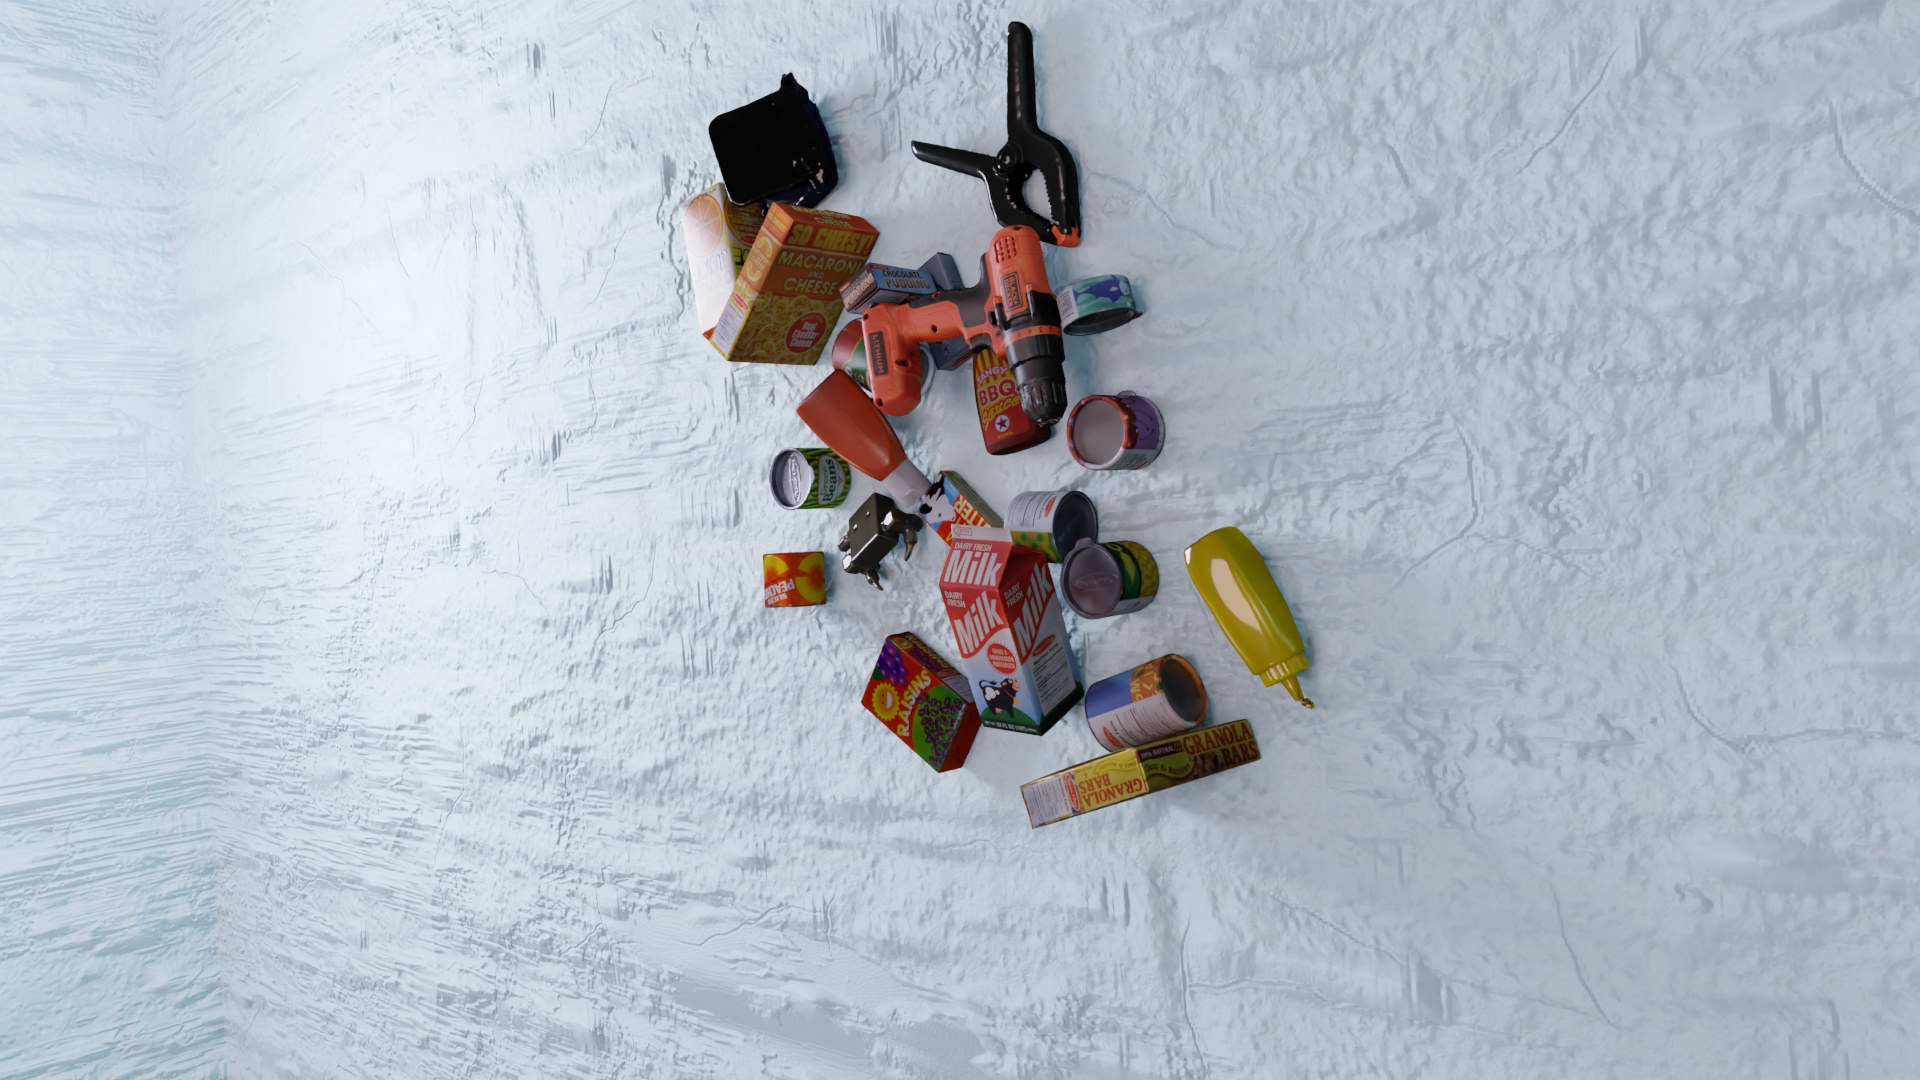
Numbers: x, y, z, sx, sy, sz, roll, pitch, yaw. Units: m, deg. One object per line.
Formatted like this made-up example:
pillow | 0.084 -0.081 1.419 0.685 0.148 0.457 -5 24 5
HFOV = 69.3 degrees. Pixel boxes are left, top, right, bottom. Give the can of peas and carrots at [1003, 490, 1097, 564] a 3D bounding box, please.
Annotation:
can of peas and carrots | 0.083 -0.010 1.252 0.058 0.071 0.071 2 94 42

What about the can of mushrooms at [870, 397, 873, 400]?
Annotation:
can of mushrooms | -0.123 -0.132 1.426 0.071 0.071 0.033 11 102 41

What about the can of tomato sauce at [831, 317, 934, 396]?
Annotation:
can of tomato sauce | -0.078 -0.175 1.381 0.083 0.071 0.071 31 112 36

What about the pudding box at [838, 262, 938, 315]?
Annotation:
pudding box | -0.067 -0.236 1.324 0.049 0.084 0.030 -33 69 39

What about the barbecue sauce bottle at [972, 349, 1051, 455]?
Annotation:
barbecue sauce bottle | 0.039 -0.157 1.295 0.064 0.044 0.148 -18 80 35

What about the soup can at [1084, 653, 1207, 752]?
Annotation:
soup can | 0.160 0.138 1.192 0.083 0.071 0.071 -28 74 38

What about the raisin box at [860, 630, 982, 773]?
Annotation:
raisin box | -0.036 0.160 1.383 0.123 0.040 0.085 36 116 33

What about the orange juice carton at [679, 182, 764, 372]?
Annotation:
orange juice carton | -0.243 -0.286 1.518 0.071 0.073 0.192 -15 83 41

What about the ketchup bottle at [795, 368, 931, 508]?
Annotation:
ketchup bottle | -0.091 -0.097 1.372 0.064 0.043 0.148 -42 96 9

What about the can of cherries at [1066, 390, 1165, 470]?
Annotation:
can of cherries | 0.133 -0.096 1.205 0.071 0.058 0.071 4 96 41

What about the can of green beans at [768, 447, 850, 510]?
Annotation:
can of green beans | -0.159 -0.065 1.466 0.071 0.058 0.071 3 95 42

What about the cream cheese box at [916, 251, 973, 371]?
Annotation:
cream cheese box | -0.016 -0.222 1.352 0.053 0.024 0.104 -32 72 38

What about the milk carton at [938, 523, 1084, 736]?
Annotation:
milk carton | 0.042 0.072 1.240 0.072 0.074 0.189 4 119 42

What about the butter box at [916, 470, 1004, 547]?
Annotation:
butter box | 0.005 -0.017 1.346 0.104 0.024 0.053 47 121 29

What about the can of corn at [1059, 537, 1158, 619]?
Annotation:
can of corn | 0.130 0.031 1.215 0.071 0.058 0.071 3 95 42

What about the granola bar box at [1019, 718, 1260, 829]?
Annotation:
granola bar box | 0.148 0.189 1.137 0.124 0.166 0.039 -27 74 40

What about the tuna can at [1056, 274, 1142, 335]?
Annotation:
tuna can | 0.121 -0.205 1.207 0.071 0.071 0.033 -20 79 41

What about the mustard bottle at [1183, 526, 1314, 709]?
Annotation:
mustard bottle | 0.238 0.066 1.119 0.048 0.065 0.160 -36 73 33

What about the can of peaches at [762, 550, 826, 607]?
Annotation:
can of peaches | -0.179 0.041 1.482 0.071 0.071 0.058 -2 90 42

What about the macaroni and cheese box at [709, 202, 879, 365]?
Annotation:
macaroni and cheese box | -0.170 -0.259 1.421 0.040 0.124 0.165 46 120 28
